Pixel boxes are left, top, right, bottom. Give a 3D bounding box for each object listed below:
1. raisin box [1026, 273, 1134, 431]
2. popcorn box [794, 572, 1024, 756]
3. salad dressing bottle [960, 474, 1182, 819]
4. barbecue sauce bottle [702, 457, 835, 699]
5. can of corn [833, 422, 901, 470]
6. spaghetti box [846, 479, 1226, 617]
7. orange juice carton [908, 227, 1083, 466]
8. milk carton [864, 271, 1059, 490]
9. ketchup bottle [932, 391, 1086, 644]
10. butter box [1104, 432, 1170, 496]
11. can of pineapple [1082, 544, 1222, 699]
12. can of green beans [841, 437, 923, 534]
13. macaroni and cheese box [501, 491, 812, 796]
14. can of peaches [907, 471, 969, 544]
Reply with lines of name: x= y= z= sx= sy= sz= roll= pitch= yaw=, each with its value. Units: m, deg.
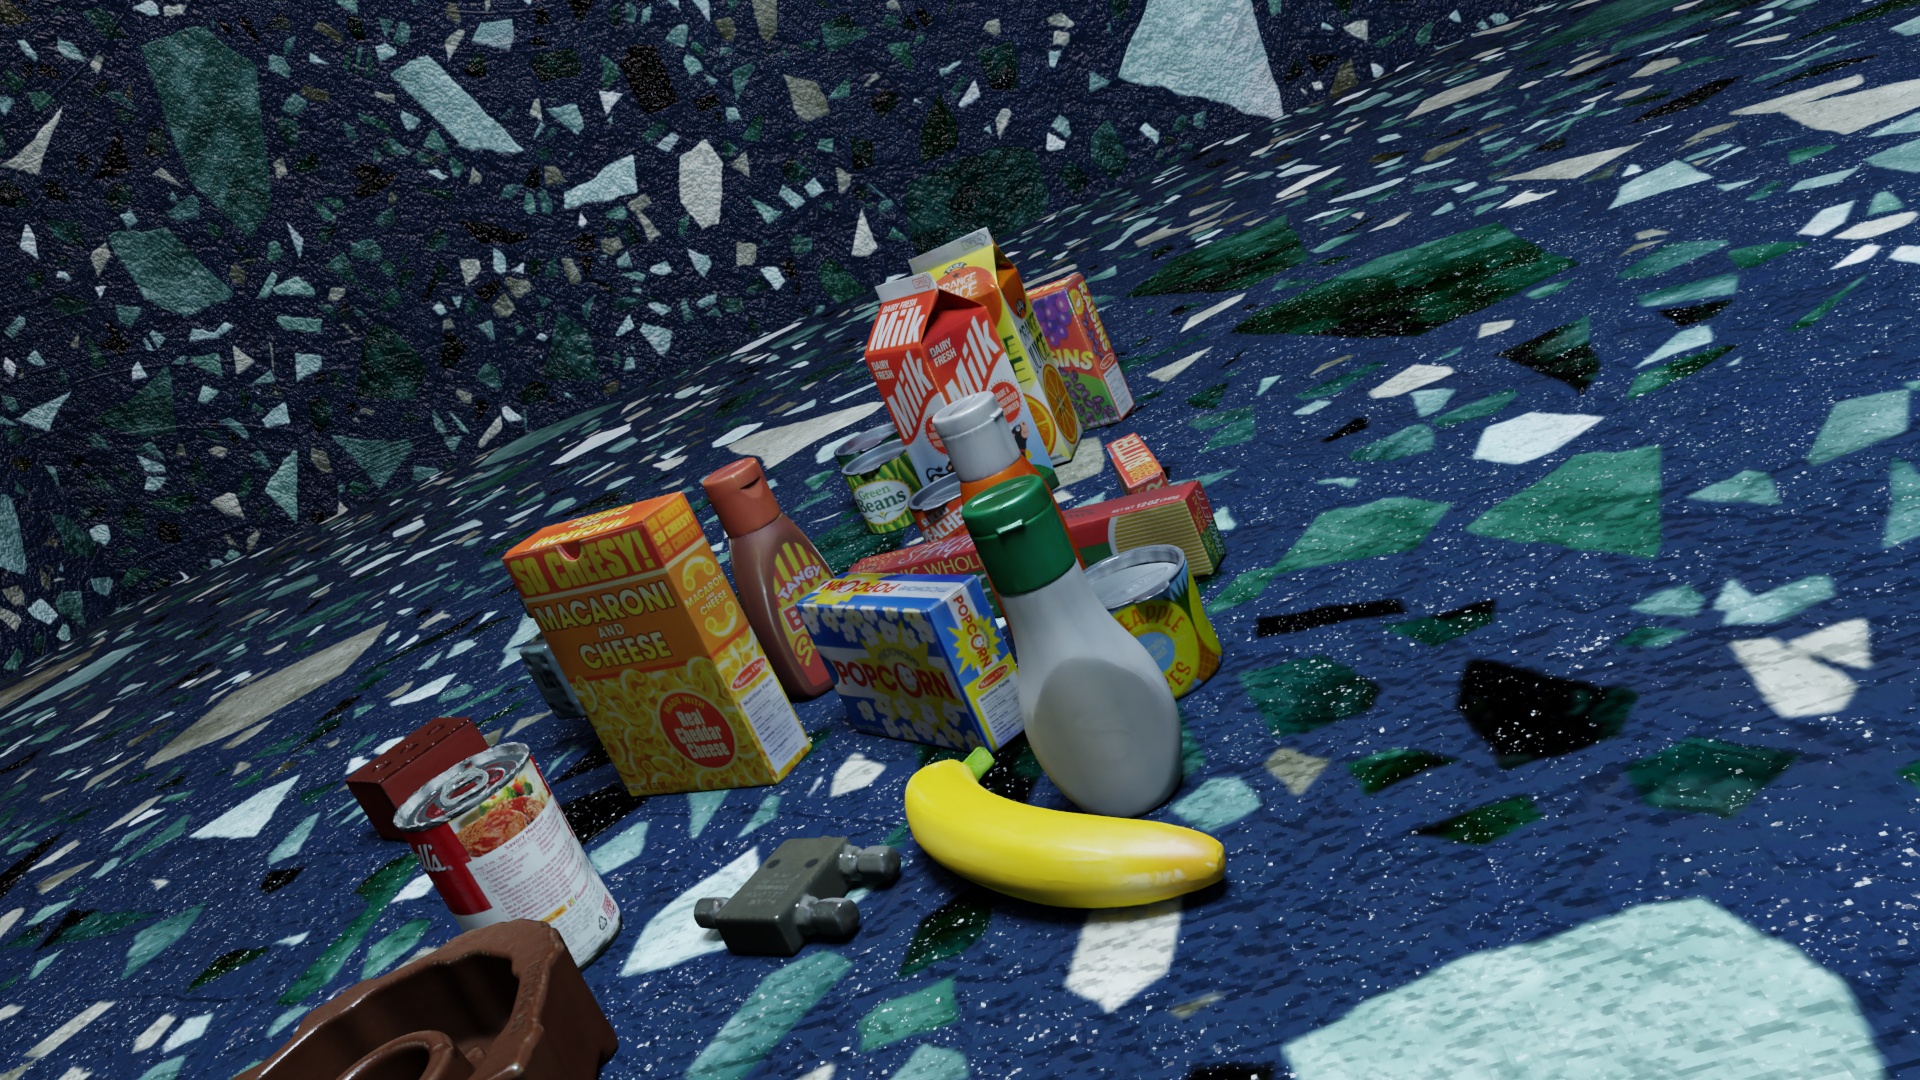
raisin box: x=0.082 y=-0.152 z=1.168 sx=0.086 sy=0.123 sz=0.040 roll=-12 pitch=20 yaw=36
popcorn box: x=-0.025 y=0.062 z=0.732 sx=0.038 sy=0.085 sz=0.126 roll=-35 pitch=20 yaw=-32
salad dressing bottle: x=0.046 y=0.045 z=0.580 sx=0.064 sy=0.147 sz=0.044 roll=-22 pitch=17 yaw=8
barbecue sauce bottle: x=-0.112 y=0.022 z=0.862 sx=0.043 sy=0.148 sz=0.065 roll=-6 pitch=25 yaw=48
can of corn: x=-0.069 y=-0.064 z=1.219 sx=0.071 sy=0.058 sz=0.071 roll=-22 pitch=17 yaw=7
spaghetti box: x=0.037 y=0.016 z=0.847 sx=0.249 sy=0.050 sz=0.029 roll=-13 pitch=20 yaw=32
orange juice carton: x=0.027 y=-0.149 z=1.115 sx=0.071 sy=0.192 sz=0.073 roll=-18 pitch=17 yaw=20
milk carton: x=-0.006 y=-0.107 z=1.036 sx=0.074 sy=0.190 sz=0.072 roll=-36 pitch=20 yaw=-33
ketchup bottle: x=0.031 y=-0.008 z=0.756 sx=0.043 sy=0.148 sz=0.065 roll=-13 pitch=20 yaw=34
butter box: x=0.117 y=-0.029 z=0.871 sx=0.024 sy=0.053 sz=0.104 roll=-23 pitch=17 yaw=5
can of pineapple: x=0.089 y=0.043 z=0.682 sx=0.071 sy=0.057 sz=0.071 roll=-22 pitch=17 yaw=7
can of green beans: x=-0.056 y=-0.045 z=1.146 sx=0.071 sy=0.057 sz=0.071 roll=-22 pitch=17 yaw=7
macaroni and cheese box: x=-0.172 y=0.064 z=0.786 sx=0.123 sy=0.166 sz=0.040 roll=-12 pitch=20 yaw=35
can of peaches: x=0.003 y=-0.012 z=0.965 sx=0.071 sy=0.058 sz=0.071 roll=-22 pitch=17 yaw=7
